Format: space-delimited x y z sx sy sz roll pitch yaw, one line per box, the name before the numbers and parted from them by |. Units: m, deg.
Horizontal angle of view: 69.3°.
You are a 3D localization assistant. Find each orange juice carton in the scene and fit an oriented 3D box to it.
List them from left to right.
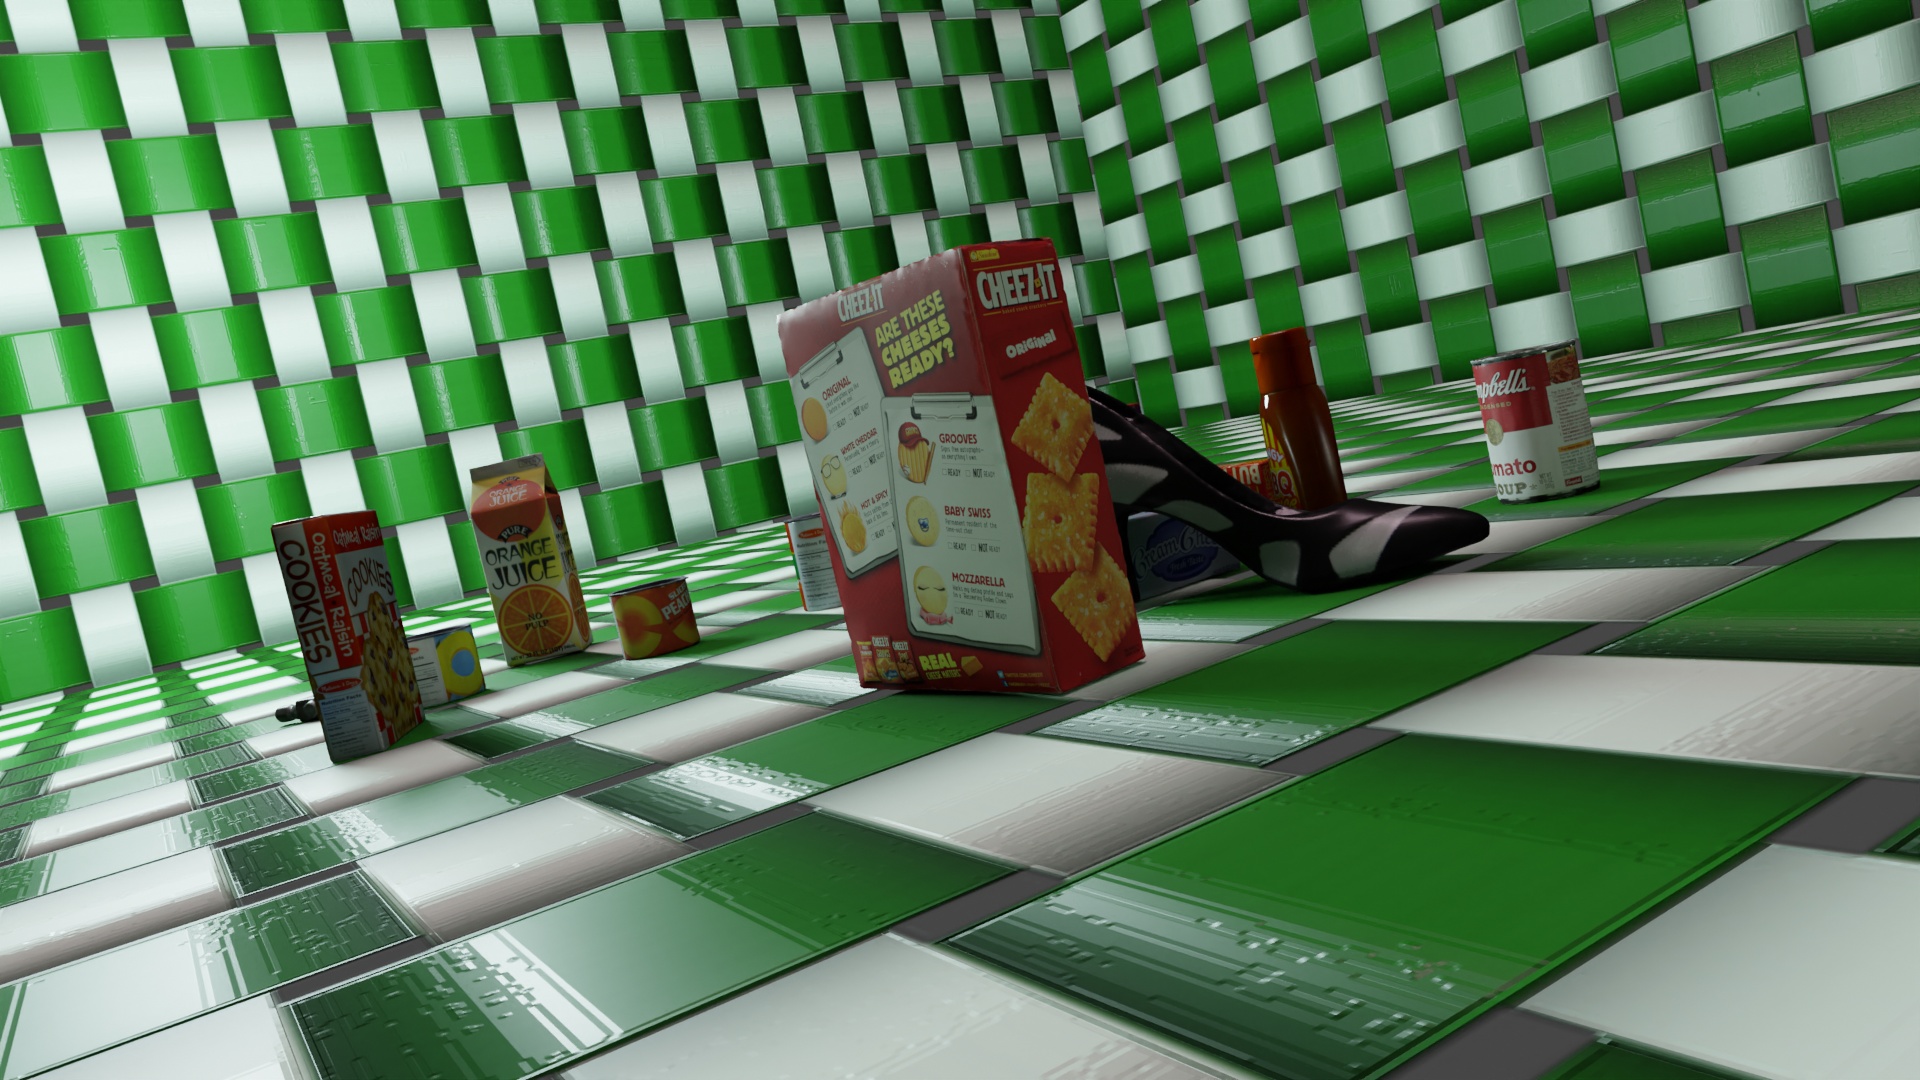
orange juice carton | -0.412 0.017 1.327 0.072 0.192 0.073 -13 4 -5

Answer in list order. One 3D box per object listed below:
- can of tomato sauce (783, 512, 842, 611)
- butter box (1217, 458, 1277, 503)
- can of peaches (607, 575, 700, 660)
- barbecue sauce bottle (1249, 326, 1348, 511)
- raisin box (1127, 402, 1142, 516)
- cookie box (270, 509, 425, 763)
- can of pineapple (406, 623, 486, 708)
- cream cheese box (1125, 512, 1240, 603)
can of tomato sauce | -0.117 0.016 1.246 0.071 0.083 0.071 -12 4 1
butter box | 0.228 -0.038 1.177 0.024 0.053 0.103 -15 5 -35
can of peaches | -0.256 0.065 1.173 0.071 0.058 0.071 -12 4 1
barbecue sauce bottle | 0.221 -0.063 0.903 0.044 0.148 0.065 -13 4 -3
raisin box | 0.097 -0.029 0.980 0.086 0.123 0.040 -15 5 -34
cookie box | -0.436 0.063 0.996 0.040 0.167 0.123 -13 4 -7
can of pineapple | -0.437 0.105 1.165 0.071 0.058 0.071 -12 4 1
cream cheese box | 0.136 0.004 0.905 0.104 0.053 0.024 -15 5 -34
